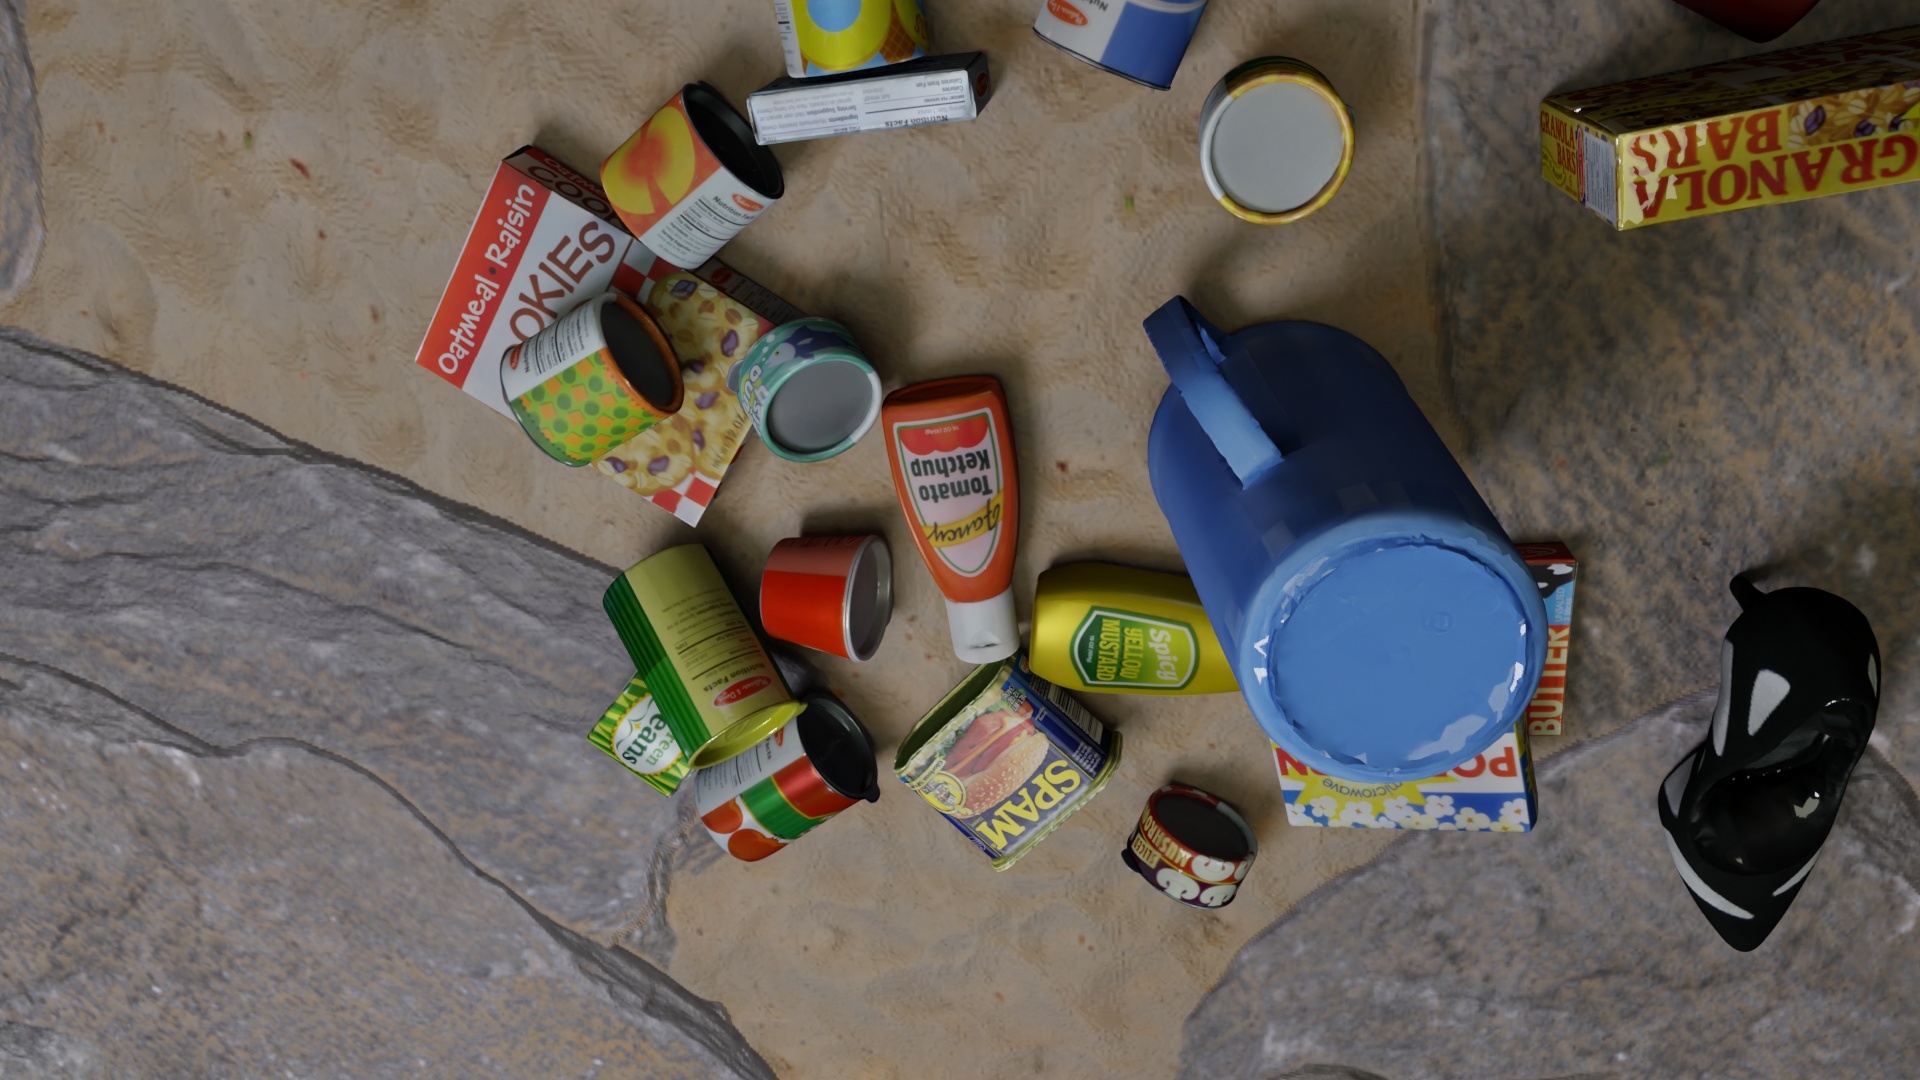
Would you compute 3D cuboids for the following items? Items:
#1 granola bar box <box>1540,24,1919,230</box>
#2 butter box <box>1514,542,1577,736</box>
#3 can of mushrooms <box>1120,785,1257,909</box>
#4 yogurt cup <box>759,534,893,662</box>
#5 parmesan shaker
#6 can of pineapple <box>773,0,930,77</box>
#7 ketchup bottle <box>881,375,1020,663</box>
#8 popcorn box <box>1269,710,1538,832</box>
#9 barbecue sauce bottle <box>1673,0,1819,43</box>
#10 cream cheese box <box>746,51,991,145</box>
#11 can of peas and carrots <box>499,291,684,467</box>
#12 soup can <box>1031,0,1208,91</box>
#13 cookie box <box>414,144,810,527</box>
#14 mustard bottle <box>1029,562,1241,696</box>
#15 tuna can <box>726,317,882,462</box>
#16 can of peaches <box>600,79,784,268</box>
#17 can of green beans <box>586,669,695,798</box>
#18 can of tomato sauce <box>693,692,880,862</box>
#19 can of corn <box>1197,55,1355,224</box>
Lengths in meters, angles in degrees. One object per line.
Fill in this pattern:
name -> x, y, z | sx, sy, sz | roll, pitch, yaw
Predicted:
granola bar box -> 0.332, -0.169, 0.554 | 0.165, 0.125, 0.039 | -8, 112, 12
butter box -> 0.284, 0.053, 0.715 | 0.053, 0.024, 0.103 | -2, 113, 10
can of mushrooms -> 0.126, 0.168, 0.766 | 0.071, 0.071, 0.033 | 21, 115, -1
yogurt cup -> -0.072, 0.028, 0.740 | 0.054, 0.073, 0.072 | 6, 115, 15
parmesan shaker -> -0.137, 0.060, 0.742 | 0.071, 0.071, 0.103 | -39, 73, 22
can of pineapple -> -0.048, -0.240, 0.615 | 0.071, 0.071, 0.057 | -5, 113, 11
ketchup bottle -> 0.003, -0.009, 0.722 | 0.065, 0.044, 0.148 | -8, 113, 6
popcorn box -> 0.227, 0.105, 0.721 | 0.126, 0.038, 0.085 | -5, 114, 29
barbecue sauce bottle -> 0.276, -0.256, 0.562 | 0.148, 0.065, 0.043 | 29, 94, 5
cream cheese box -> -0.041, -0.203, 0.637 | 0.104, 0.053, 0.024 | -4, 115, 11
can of peas and carrots -> -0.173, -0.075, 0.664 | 0.058, 0.071, 0.071 | -27, 107, 18
soup can -> 0.079, -0.245, 0.595 | 0.071, 0.071, 0.083 | 24, 114, -2
cookie box -> -0.177, -0.103, 0.711 | 0.167, 0.040, 0.122 | 31, 114, -6
mustard bottle -> 0.117, 0.050, 0.726 | 0.160, 0.049, 0.065 | 5, 116, 7
tuna can -> -0.075, -0.072, 0.677 | 0.071, 0.033, 0.070 | -19, 138, -18
can of peaches -> -0.128, -0.173, 0.659 | 0.058, 0.071, 0.071 | -35, 104, 22
can of green beans -> -0.168, 0.102, 0.785 | 0.058, 0.071, 0.071 | 38, 114, -8
can of tomato sauce -> -0.098, 0.137, 0.789 | 0.083, 0.071, 0.071 | -34, 105, 22
can of corn -> 0.142, -0.178, 0.617 | 0.071, 0.058, 0.071 | 3, 114, 8
